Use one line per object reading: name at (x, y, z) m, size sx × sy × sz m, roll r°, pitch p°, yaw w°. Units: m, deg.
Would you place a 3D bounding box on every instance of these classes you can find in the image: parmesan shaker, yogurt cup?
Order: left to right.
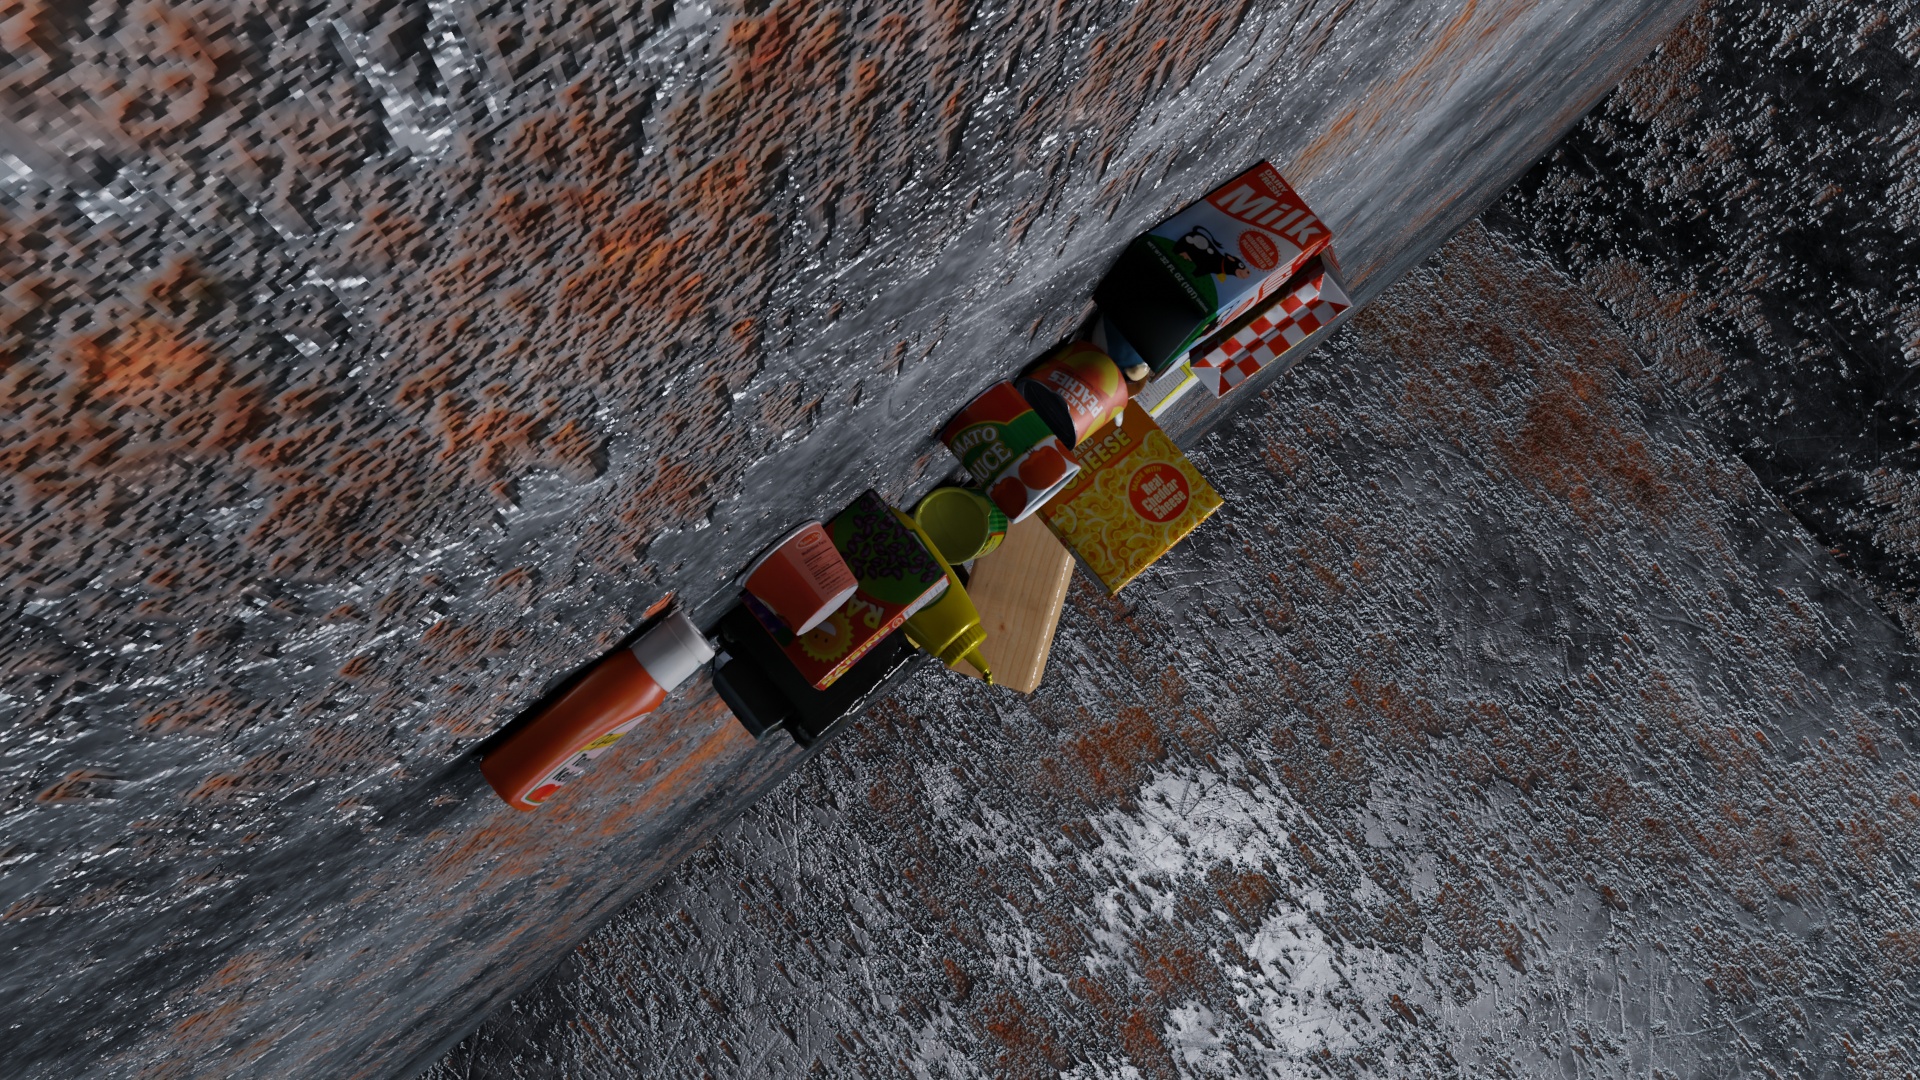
yogurt cup at (-0.106, 0.027, 0.940) m, size 0.072 × 0.054 × 0.072 m, roll -40°, pitch 174°, yaw -5°
parmesan shaker at (0.004, -0.015, 1.223) m, size 0.071 × 0.071 × 0.103 m, roll -41°, pitch 173°, yaw 10°

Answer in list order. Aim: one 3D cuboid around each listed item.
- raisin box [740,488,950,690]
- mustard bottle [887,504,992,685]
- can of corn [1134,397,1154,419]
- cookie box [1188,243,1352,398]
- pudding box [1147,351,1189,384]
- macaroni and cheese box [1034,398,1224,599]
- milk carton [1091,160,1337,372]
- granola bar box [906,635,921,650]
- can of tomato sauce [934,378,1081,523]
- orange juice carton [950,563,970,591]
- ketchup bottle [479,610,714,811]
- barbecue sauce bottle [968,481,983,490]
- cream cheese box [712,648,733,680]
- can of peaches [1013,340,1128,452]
raisin box at (-0.082, 0.035, 0.991) m, size 0.123 × 0.086 × 0.040 m, roll -40°, pitch 171°, yaw -6°
mustard bottle at (-0.024, 0.047, 1.076) m, size 0.065 × 0.160 × 0.048 m, roll -39°, pitch 172°, yaw -16°
can of corn at (0.144, -0.118, 1.359) m, size 0.071 × 0.058 × 0.071 m, roll -39°, pitch 174°, yaw -5°
cookie box at (0.239, -0.195, 1.104) m, size 0.122 × 0.040 × 0.168 m, roll -36°, pitch -158°, yaw 25°
pudding box at (0.217, -0.194, 1.389) m, size 0.084 × 0.030 × 0.049 m, roll -35°, pitch 171°, yaw -37°
macaroni and cheese box at (0.119, -0.054, 1.164) m, size 0.124 × 0.166 × 0.040 m, roll -39°, pitch 173°, yaw -7°
milk carton at (0.190, -0.202, 0.978) m, size 0.191 × 0.072 × 0.073 m, roll -36°, pitch 173°, yaw -32°
granola bar box at (-0.101, 0.111, 1.254) m, size 0.165 × 0.039 × 0.125 m, roll -30°, pitch 180°, yaw 32°
can of tomato sauce at (0.035, -0.063, 0.999) m, size 0.071 × 0.083 × 0.071 m, roll -40°, pitch 174°, yaw -5°
orange juice carton at (-0.040, 0.049, 1.396) m, size 0.071 × 0.073 × 0.193 m, roll -42°, pitch 174°, yaw 9°
ketchup bottle at (-0.221, 0.103, 0.854) m, size 0.149 × 0.043 × 0.064 m, roll -40°, pitch 173°, yaw -6°
barbecue sauce bottle at (0.044, -0.054, 1.300) m, size 0.148 × 0.044 × 0.065 m, roll -42°, pitch 170°, yaw 15°
cream cheese box at (-0.178, 0.098, 1.156) m, size 0.053 × 0.024 × 0.103 m, roll -39°, pitch 174°, yaw -19°
can of peaches at (0.083, -0.108, 1.036) m, size 0.058 × 0.071 × 0.071 m, roll -37°, pitch 173°, yaw -23°
